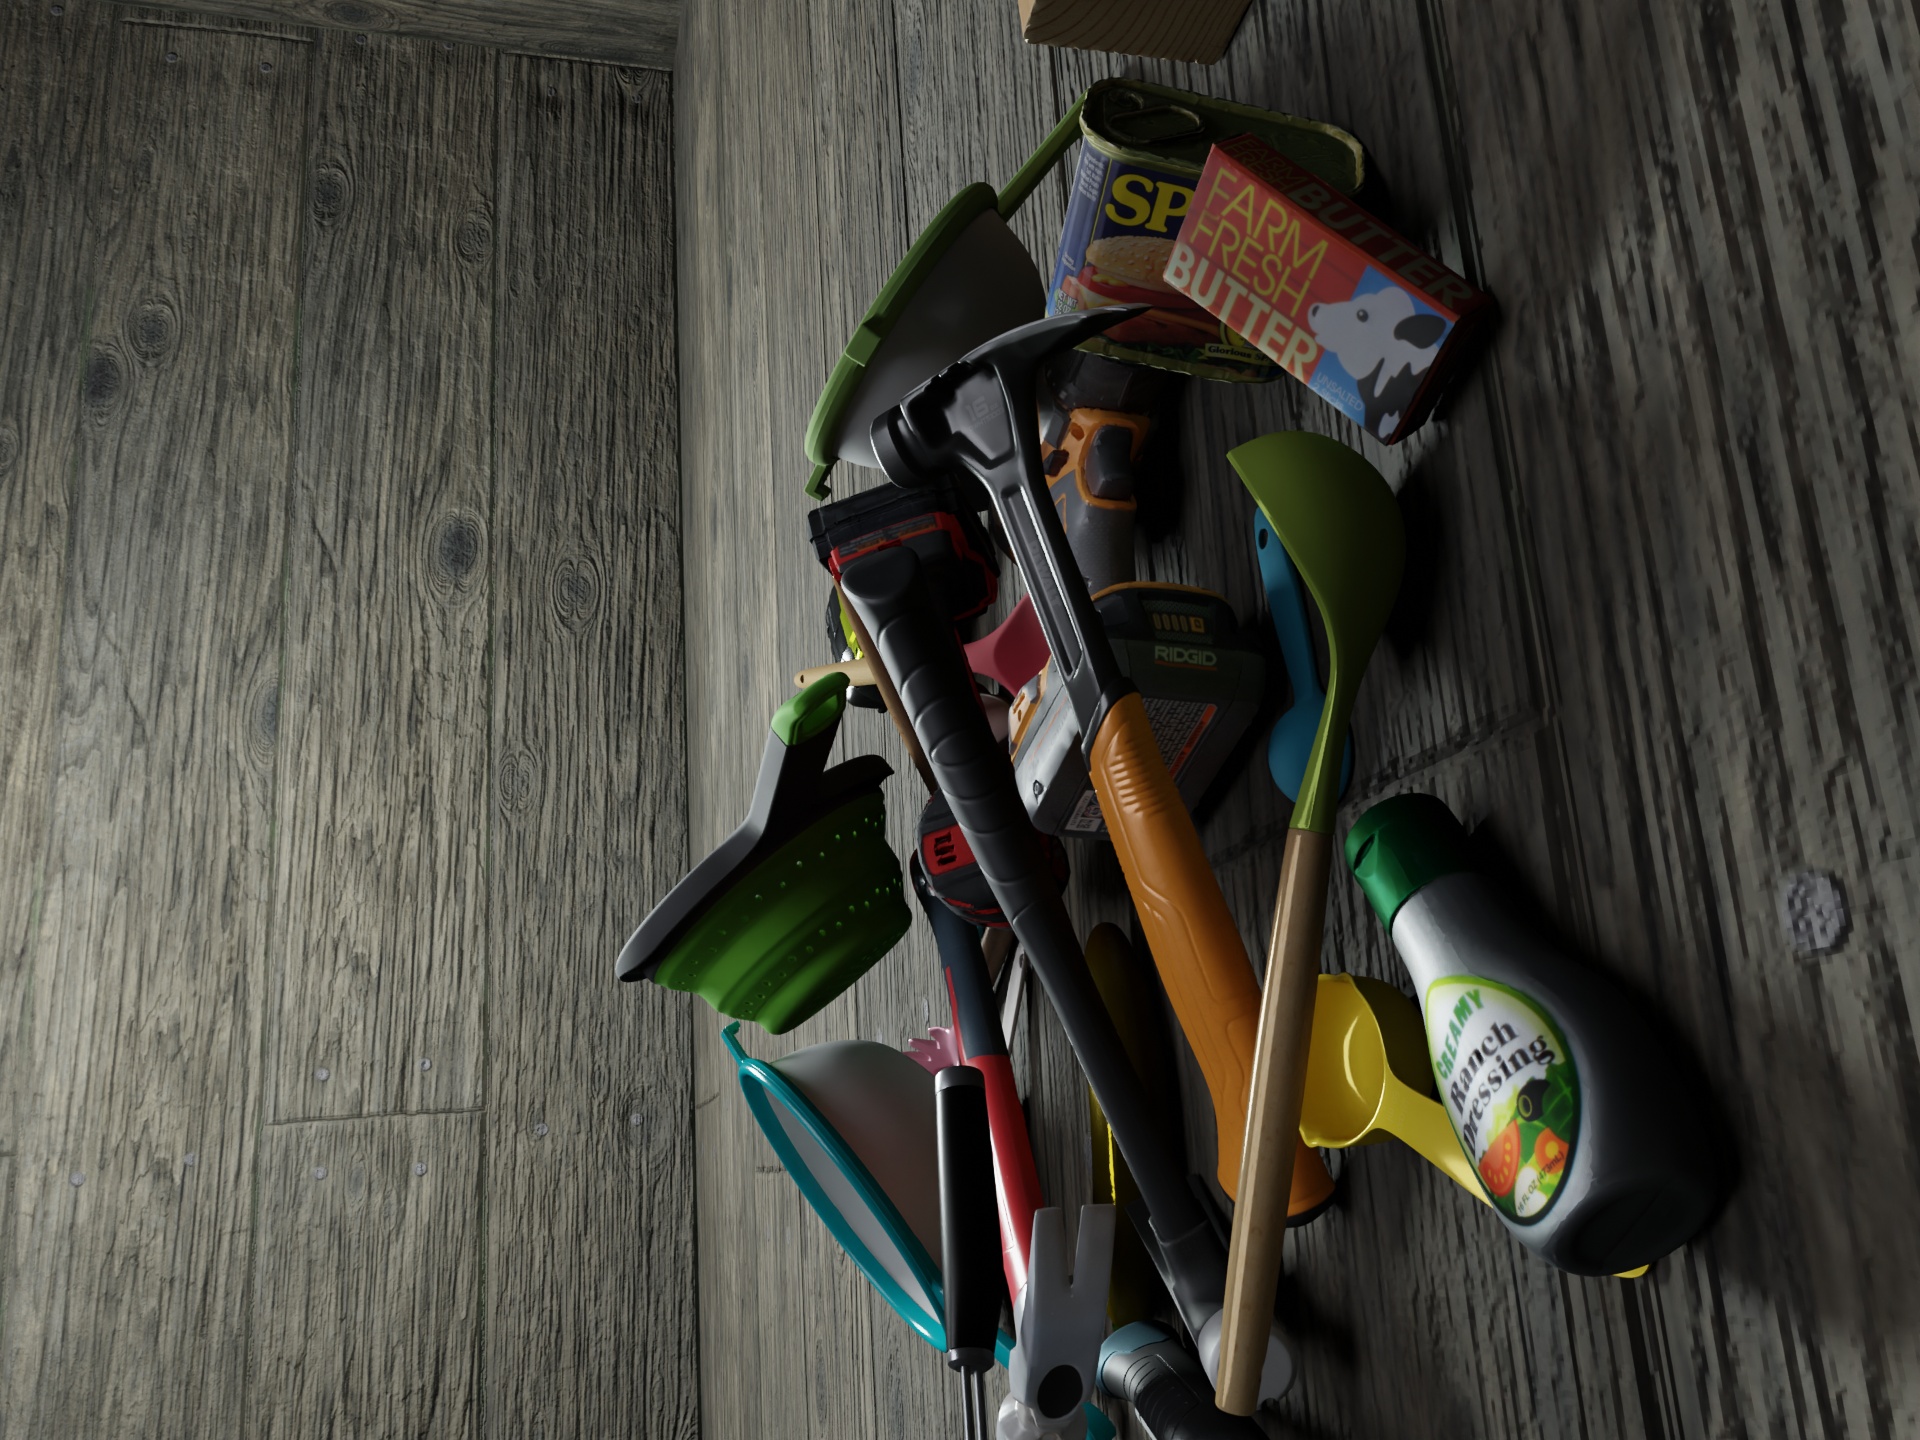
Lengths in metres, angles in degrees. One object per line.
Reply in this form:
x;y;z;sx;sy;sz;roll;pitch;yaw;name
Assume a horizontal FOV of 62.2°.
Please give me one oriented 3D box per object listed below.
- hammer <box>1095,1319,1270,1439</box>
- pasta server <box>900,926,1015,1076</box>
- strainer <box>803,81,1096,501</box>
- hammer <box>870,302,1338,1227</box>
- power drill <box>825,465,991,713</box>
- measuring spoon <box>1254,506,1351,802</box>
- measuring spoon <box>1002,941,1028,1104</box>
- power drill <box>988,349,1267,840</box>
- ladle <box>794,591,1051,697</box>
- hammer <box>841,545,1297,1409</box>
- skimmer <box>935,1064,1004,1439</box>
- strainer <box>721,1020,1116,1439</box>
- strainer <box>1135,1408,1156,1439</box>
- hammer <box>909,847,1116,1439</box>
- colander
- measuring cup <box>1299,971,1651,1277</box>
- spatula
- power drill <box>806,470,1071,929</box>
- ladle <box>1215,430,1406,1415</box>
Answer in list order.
0.096;0.261;0.549;0.331;0.128;0.033;129;127;-80;hammer
0.006;0.162;0.983;0.316;0.040;0.060;107;149;-43;pasta server
0.023;-0.207;0.761;0.256;0.069;0.151;-55;0;-22;strainer
0.069;0.022;0.575;0.127;0.034;0.337;-20;90;49;hammer
-0.027;-0.131;1.048;0.171;0.080;0.223;-110;29;-49;power drill
0.120;-0.027;0.607;0.042;0.021;0.129;120;145;-60;measuring spoon
0.034;0.188;0.935;0.034;0.018;0.124;-158;76;-76;measuring spoon
0.070;-0.085;0.697;0.185;0.084;0.226;113;157;-49;power drill
-0.021;-0.033;0.951;0.315;0.031;0.069;-4;86;56;ladle
0.036;0.088;0.620;0.146;0.035;0.335;-148;34;-86;hammer
-0.020;0.311;0.605;0.127;0.090;0.364;53;-153;-49;skimmer
-0.001;0.286;0.919;0.341;0.095;0.210;24;143;51;strainer
0.108;0.307;0.612;0.087;0.050;0.258;47;172;-7;strainer
0.015;0.162;0.796;0.387;0.038;0.143;-106;18;-60;hammer
-0.080;0.088;0.878;0.094;0.204;0.397;49;156;10;colander
0.156;0.126;0.491;0.157;0.029;0.062;28;111;59;measuring cup
-0.028;0.033;0.969;0.082;0.044;0.317;-106;-5;-51;spatula
-0.001;-0.003;0.794;0.143;0.078;0.220;49;-157;-70;power drill
0.100;0.061;0.525;0.078;0.062;0.320;20;-102;-68;ladle
